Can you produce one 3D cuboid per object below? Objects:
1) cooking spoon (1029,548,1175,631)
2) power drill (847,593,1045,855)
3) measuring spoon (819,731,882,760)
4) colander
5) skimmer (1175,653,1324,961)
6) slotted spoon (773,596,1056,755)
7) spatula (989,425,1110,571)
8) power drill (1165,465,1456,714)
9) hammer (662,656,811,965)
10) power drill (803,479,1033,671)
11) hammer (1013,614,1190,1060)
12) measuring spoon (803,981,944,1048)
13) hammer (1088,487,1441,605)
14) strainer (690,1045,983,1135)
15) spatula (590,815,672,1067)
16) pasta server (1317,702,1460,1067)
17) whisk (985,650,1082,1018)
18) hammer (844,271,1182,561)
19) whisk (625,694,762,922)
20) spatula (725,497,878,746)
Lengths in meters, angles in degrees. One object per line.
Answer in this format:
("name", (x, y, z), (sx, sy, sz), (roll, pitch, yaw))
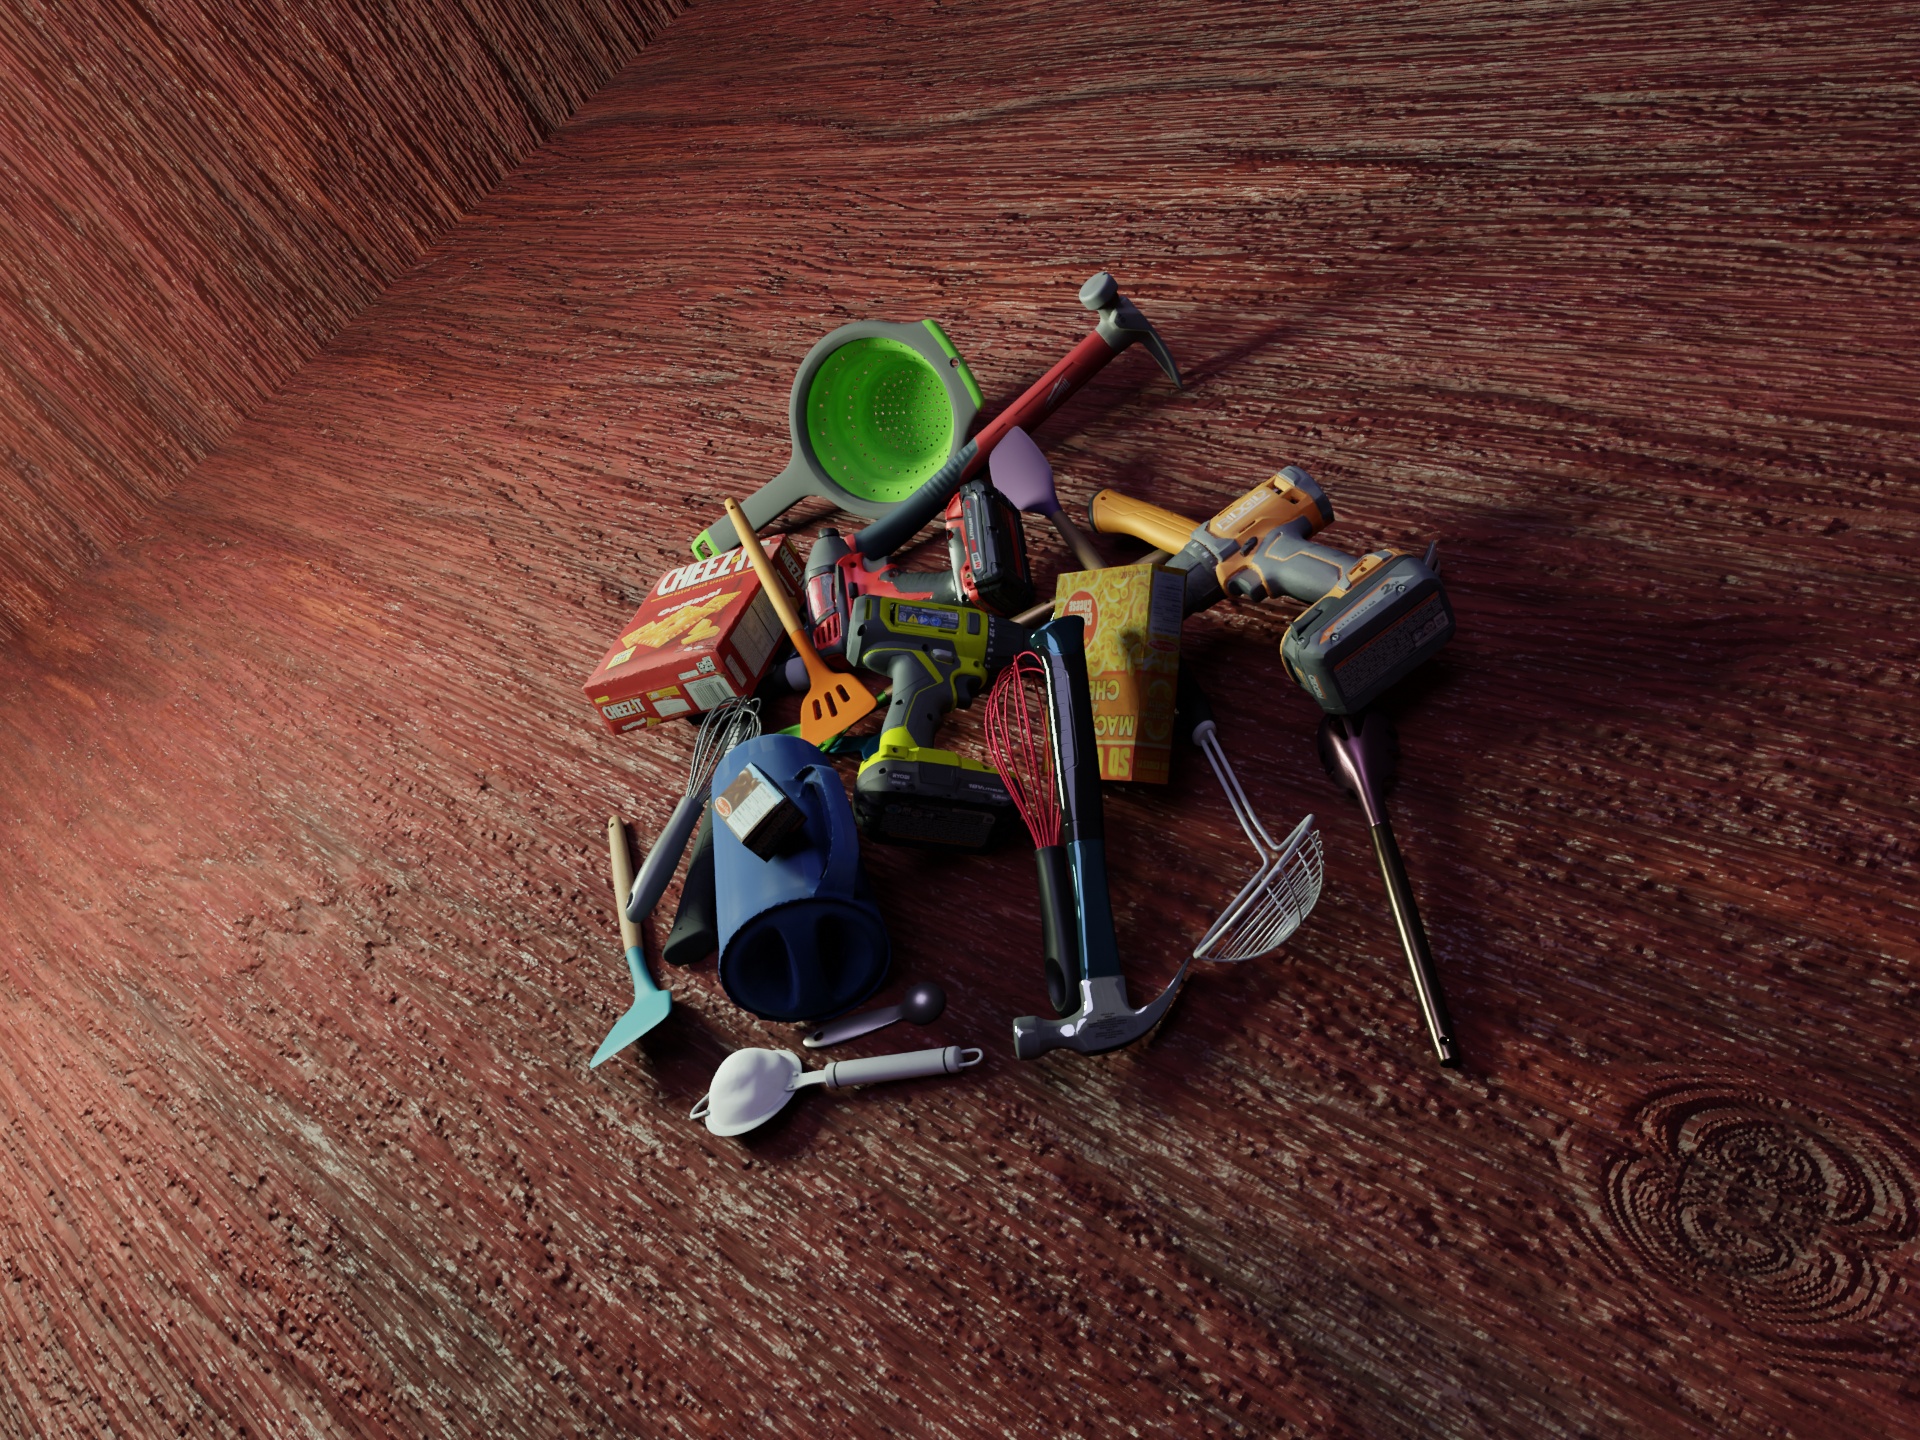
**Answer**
("cooking spoon", (0.085, -0.095, 1.444), (0.319, 0.017, 0.069), (-28, 53, 8))
("power drill", (-0.002, -0.004, 1.333), (0.190, 0.080, 0.229), (8, 51, -8))
("measuring spoon", (-0.095, 0.028, 1.452), (0.129, 0.021, 0.042), (0, 43, 46))
("colander", (-0.132, -0.283, 1.717), (0.397, 0.204, 0.094), (-31, 3, 28))
("skimmer", (0.180, 0.037, 1.194), (0.127, 0.090, 0.364), (-55, 30, 26))
("slotted spoon", (-0.043, -0.032, 1.440), (0.314, 0.031, 0.070), (-29, 31, 6))
("spatula", (0.099, -0.172, 1.466), (0.059, 0.018, 0.316), (-49, 46, 18))
("power drill", (0.245, -0.094, 1.231), (0.185, 0.084, 0.226), (-36, 39, -2))
("hammer", (-0.225, 0.079, 1.471), (0.146, 0.035, 0.335), (-13, 45, 23))
("power drill", (-0.050, -0.142, 1.509), (0.219, 0.078, 0.143), (-17, 68, 23))
("hammer", (0.088, 0.076, 1.159), (0.128, 0.033, 0.331), (-5, 68, -1))
("measuring spoon", (-0.070, 0.229, 1.231), (0.124, 0.018, 0.034), (-21, 42, 17))
("hammer", (0.240, -0.144, 1.356), (0.127, 0.034, 0.337), (-48, 46, -14))
("strainer", (-0.102, 0.267, 1.203), (0.258, 0.050, 0.087), (-12, 30, 20))
("spatula", (-0.298, 0.182, 1.413), (0.082, 0.044, 0.318), (-35, 39, 9))
("pasta server", (0.300, 0.101, 1.103), (0.060, 0.040, 0.317), (-20, 46, 17))
("whisk", (0.065, 0.081, 1.207), (0.073, 0.073, 0.296), (-17, 63, 20))
("hammer", (0.042, -0.267, 1.599), (0.386, 0.143, 0.038), (-41, 31, 10))
("whisk", (-0.238, 0.076, 1.424), (0.055, 0.055, 0.239), (4, 58, 37))
("spatula", (-0.166, -0.103, 1.504), (0.081, 0.041, 0.323), (-32, 59, 4))
